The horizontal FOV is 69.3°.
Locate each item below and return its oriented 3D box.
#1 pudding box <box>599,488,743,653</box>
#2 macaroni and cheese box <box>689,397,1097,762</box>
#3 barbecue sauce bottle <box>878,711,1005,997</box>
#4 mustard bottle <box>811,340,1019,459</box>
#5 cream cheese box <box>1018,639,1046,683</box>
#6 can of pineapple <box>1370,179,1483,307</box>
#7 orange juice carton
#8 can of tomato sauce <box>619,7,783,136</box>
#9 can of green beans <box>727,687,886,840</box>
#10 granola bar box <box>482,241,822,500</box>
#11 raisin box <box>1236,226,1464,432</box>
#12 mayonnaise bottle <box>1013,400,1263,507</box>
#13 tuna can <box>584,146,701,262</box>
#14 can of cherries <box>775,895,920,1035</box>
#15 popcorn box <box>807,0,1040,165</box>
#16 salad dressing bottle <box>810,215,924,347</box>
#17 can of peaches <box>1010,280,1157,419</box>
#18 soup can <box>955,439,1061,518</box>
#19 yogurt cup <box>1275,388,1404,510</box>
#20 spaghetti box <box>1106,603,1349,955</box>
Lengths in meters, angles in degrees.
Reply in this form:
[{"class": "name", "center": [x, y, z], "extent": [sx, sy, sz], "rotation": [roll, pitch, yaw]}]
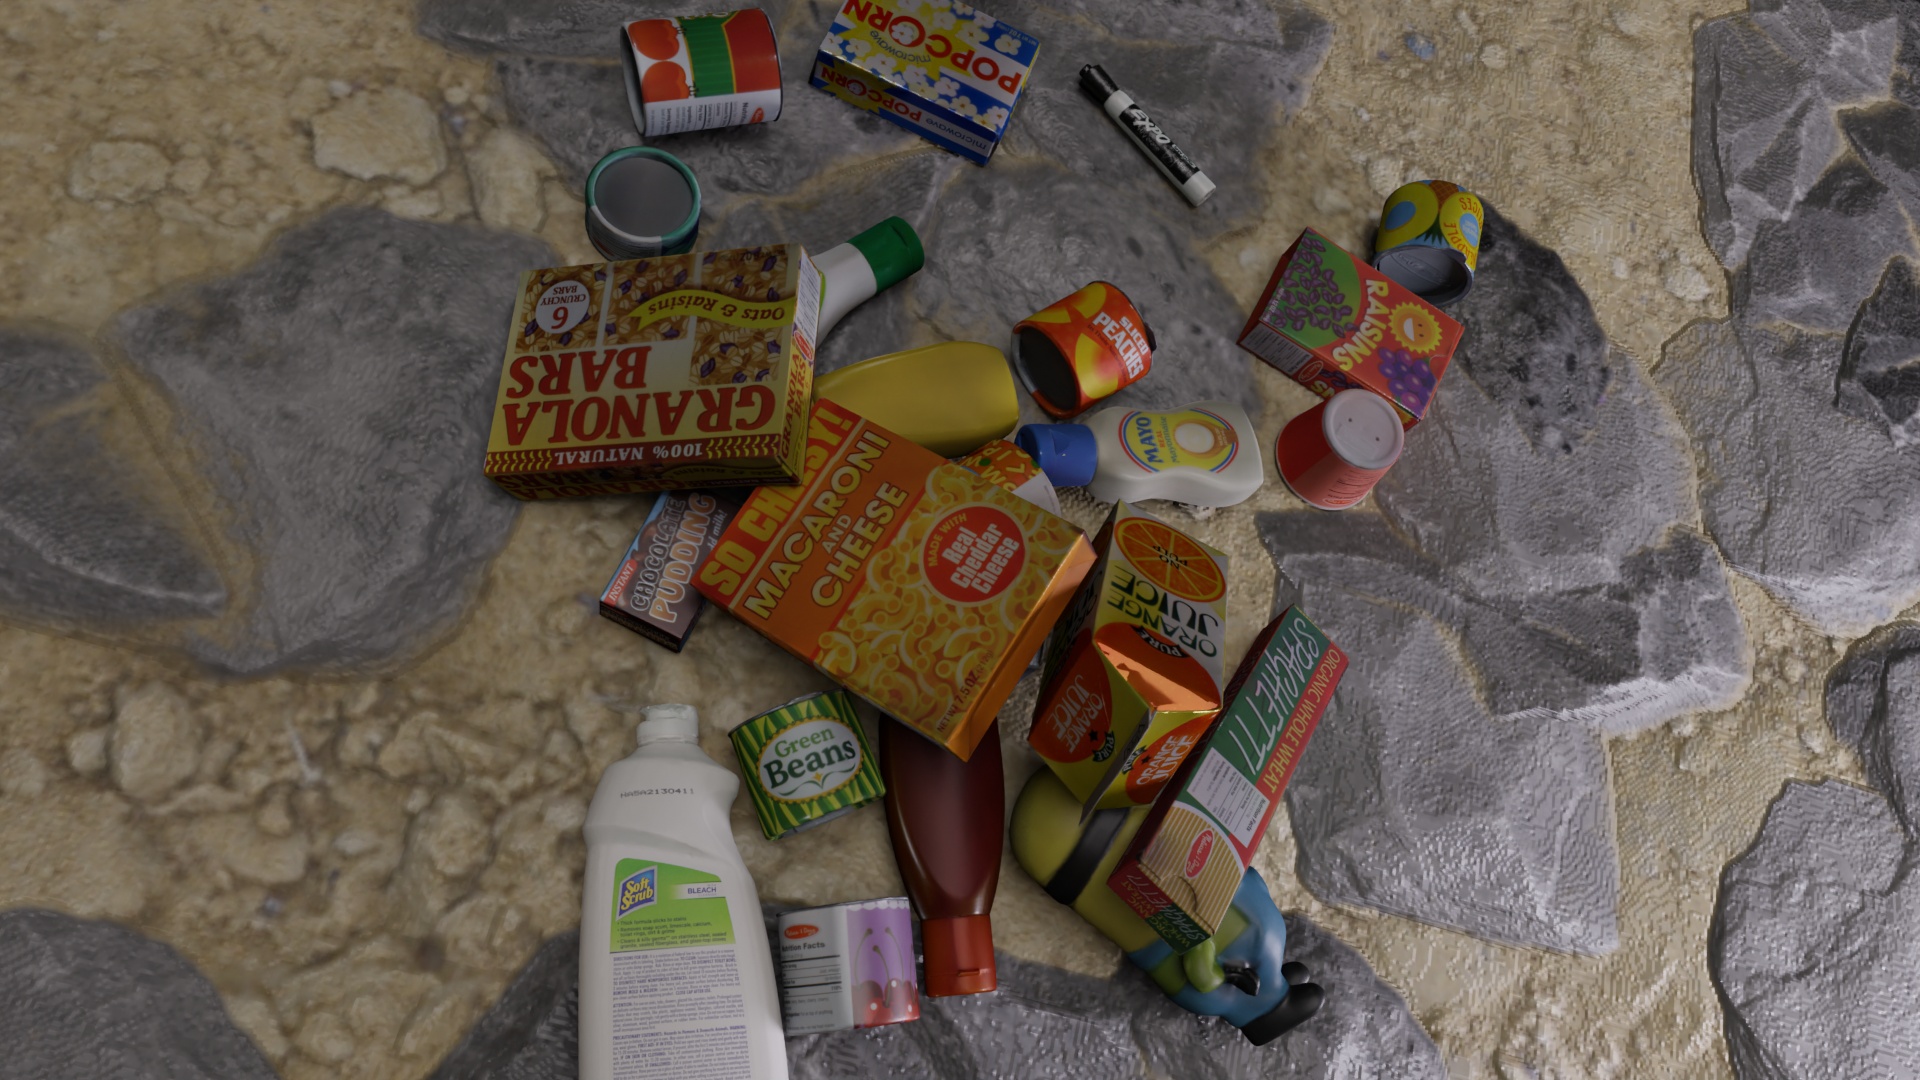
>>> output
[{"class": "pudding box", "center": [-0.152, 0.011, 0.744], "extent": [0.050, 0.030, 0.084], "rotation": [27, 66, -3]}, {"class": "macaroni and cheese box", "center": [-0.035, 0.016, 0.700], "extent": [0.167, 0.040, 0.124], "rotation": [28, 77, 25]}, {"class": "barbecue sauce bottle", "center": [-0.006, 0.158, 0.722], "extent": [0.065, 0.043, 0.149], "rotation": [-1, 71, -15]}, {"class": "mustard bottle", "center": [-0.049, -0.073, 0.793], "extent": [0.160, 0.048, 0.065], "rotation": [-10, 76, -17]}, {"class": "cream cheese box", "center": [-0.011, 0.054, 0.754], "extent": [0.104, 0.053, 0.024], "rotation": [14, 67, -9]}, {"class": "can of pineapple", "center": [0.312, -0.197, 0.923], "extent": [0.071, 0.070, 0.058], "rotation": [21, 67, -7]}, {"class": "orange juice carton", "center": [0.088, 0.063, 0.714], "extent": [0.073, 0.071, 0.194], "rotation": [27, 30, -4]}, {"class": "can of tomato sauce", "center": [-0.156, -0.282, 0.831], "extent": [0.083, 0.071, 0.071], "rotation": [-13, 75, -18]}, {"class": "can of green beans", "center": [-0.078, 0.114, 0.707], "extent": [0.071, 0.071, 0.058], "rotation": [-18, 76, -20]}, {"class": "granola bar box", "center": [-0.160, -0.088, 0.735], "extent": [0.165, 0.039, 0.124], "rotation": [-3, 69, 15]}, {"class": "raisin box", "center": [0.254, -0.134, 0.901], "extent": [0.123, 0.040, 0.086], "rotation": [32, 65, -3]}, {"class": "mayonnaise bottle", "center": [0.105, -0.051, 0.820], "extent": [0.148, 0.041, 0.065], "rotation": [-2, 66, -24]}, {"class": "tuna can", "center": [-0.184, -0.196, 0.810], "extent": [0.071, 0.032, 0.071], "rotation": [5, 70, -13]}, {"class": "can of cherries", "center": [-0.053, 0.208, 0.680], "extent": [0.071, 0.071, 0.058], "rotation": [-3, 72, -16]}, {"class": "popcorn box", "center": [-0.022, -0.306, 0.891], "extent": [0.127, 0.038, 0.085], "rotation": [24, 67, -5]}, {"class": "salad dressing bottle", "center": [-0.089, -0.142, 0.810], "extent": [0.148, 0.043, 0.064], "rotation": [-34, 80, -23]}, {"class": "can of peaches", "center": [0.073, -0.113, 0.828], "extent": [0.058, 0.071, 0.071], "rotation": [-31, 81, -21]}, {"class": "soup can", "center": [0.003, -0.010, 0.776], "extent": [0.084, 0.071, 0.071], "rotation": [-35, 82, -24]}, {"class": "yogurt cup", "center": [0.237, -0.059, 0.861], "extent": [0.072, 0.053, 0.072], "rotation": [5, 70, -12]}, {"class": "spaghetti box", "center": [0.149, 0.115, 0.731], "extent": [0.050, 0.028, 0.251], "rotation": [44, 40, 2]}]
